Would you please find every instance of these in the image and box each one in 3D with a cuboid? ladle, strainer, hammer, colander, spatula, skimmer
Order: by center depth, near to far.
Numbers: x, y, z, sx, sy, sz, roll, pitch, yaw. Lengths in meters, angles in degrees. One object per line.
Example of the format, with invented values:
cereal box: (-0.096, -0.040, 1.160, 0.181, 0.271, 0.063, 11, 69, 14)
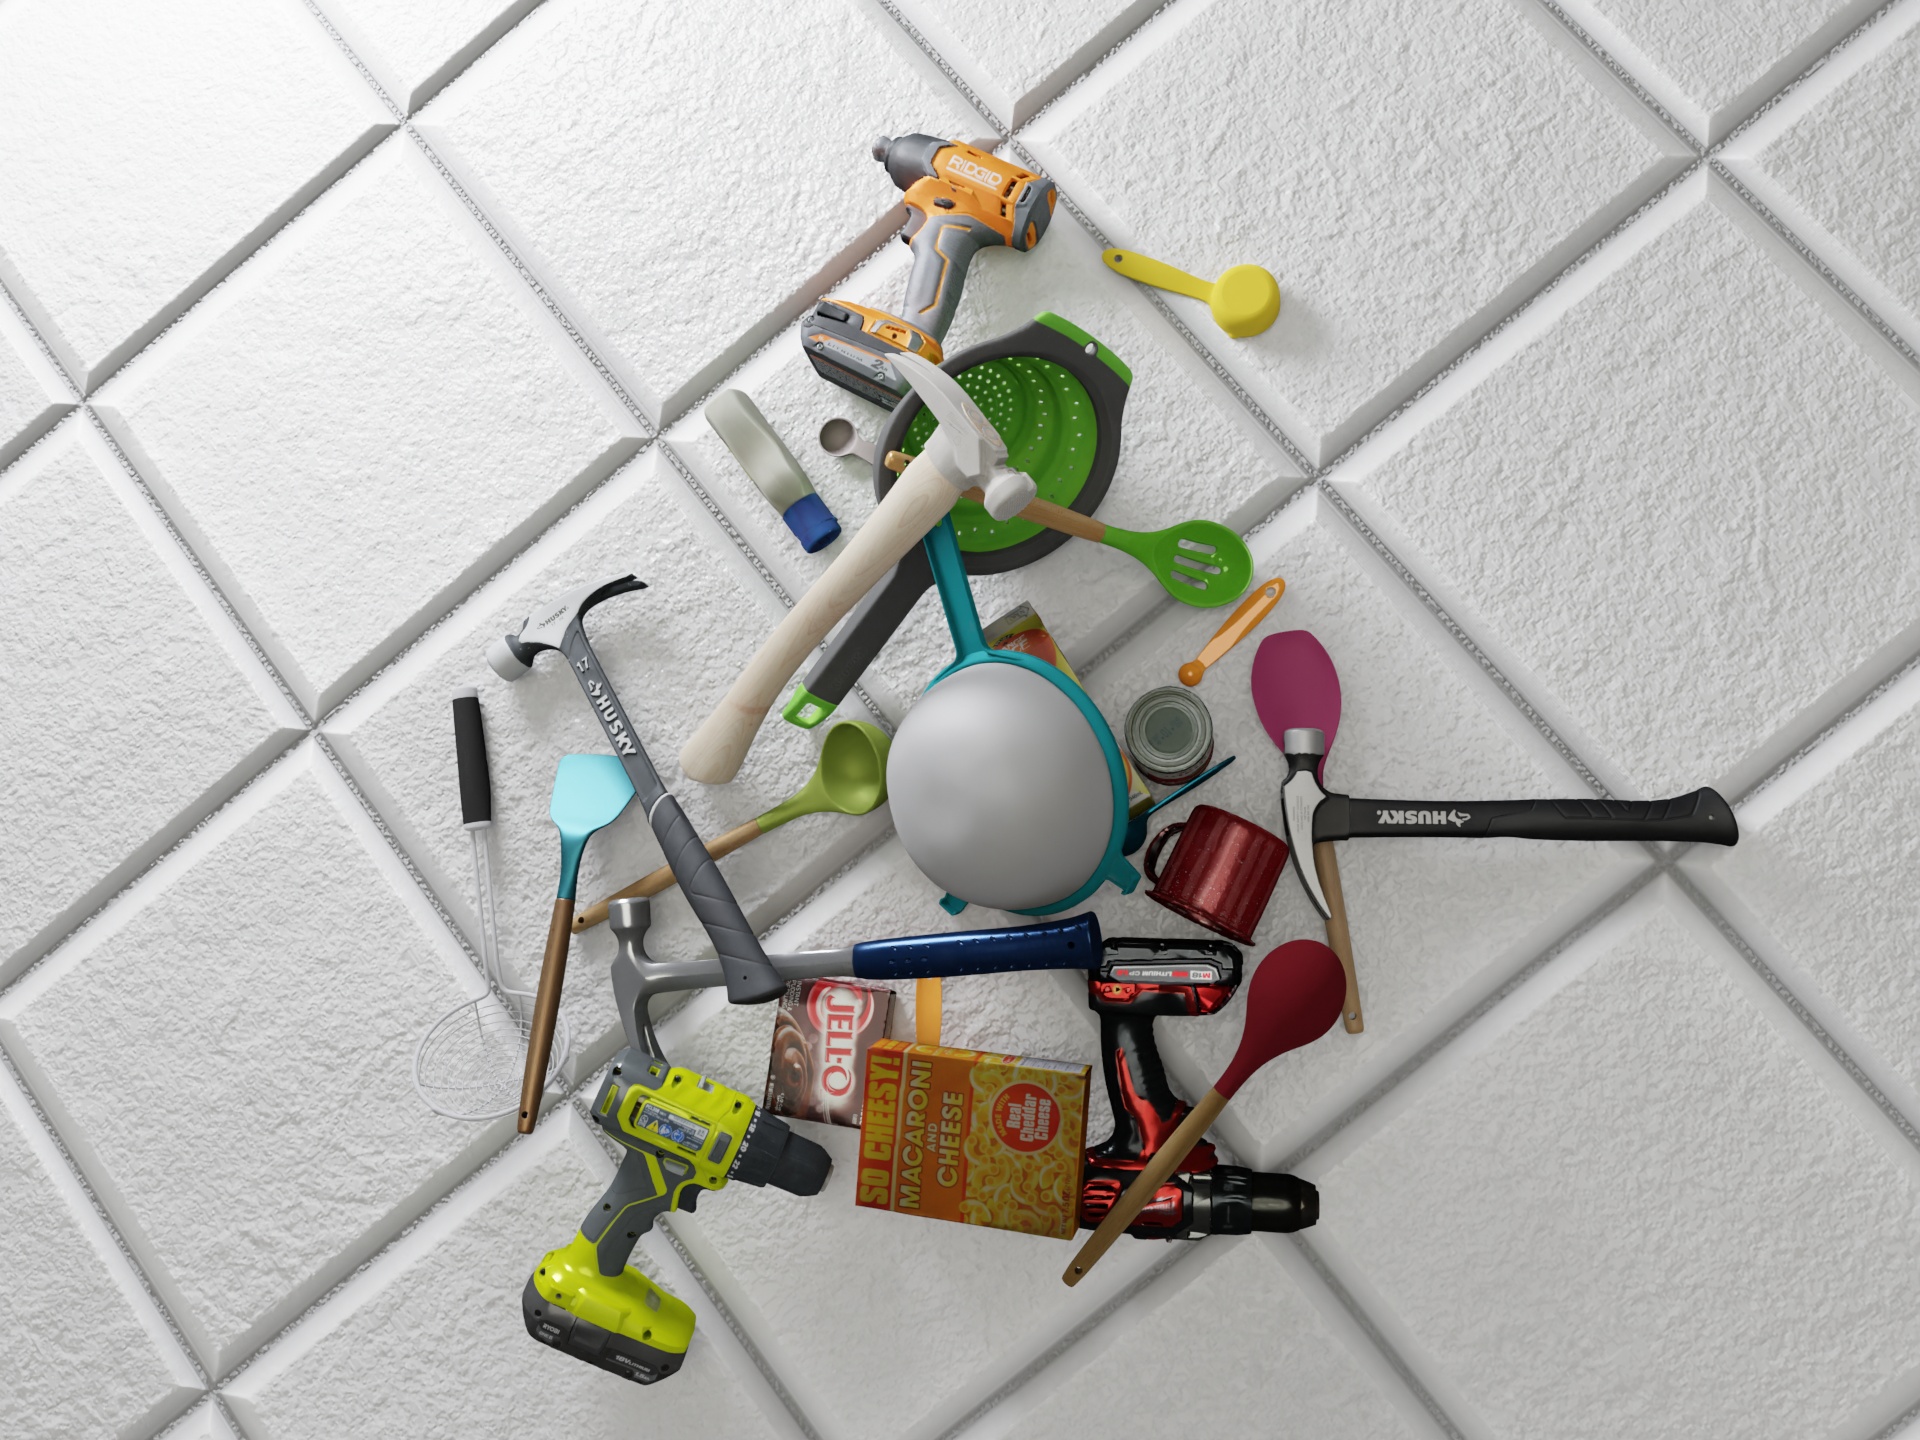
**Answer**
ladle: (0.174, 0.292, 1.166, 0.069, 0.031, 0.315, 38, 95, 4)
strainer: (-0.002, -0.004, 1.197, 0.211, 0.095, 0.340, -13, 95, 41)
hammer: (0.414, 0.081, 1.209, 0.335, 0.035, 0.146, 0, 81, 5)
hammer: (-0.111, -0.093, 1.223, 0.146, 0.038, 0.410, 53, 124, 13)
hammer: (-0.089, 0.193, 1.231, 0.405, 0.035, 0.144, -8, 84, 19)
hammer: (-0.244, 0.054, 1.281, 0.149, 0.036, 0.409, -36, 66, 6)
spatula: (-0.319, 0.174, 1.291, 0.082, 0.044, 0.318, 4, 72, 7)
colander: (-0.031, -0.164, 1.293, 0.397, 0.204, 0.095, -51, 39, 16)
ladle: (-0.192, 0.097, 1.307, 0.320, 0.062, 0.078, -28, 72, 7)
skimmer: (-0.400, 0.144, 1.315, 0.127, 0.090, 0.363, -8, 81, -4)

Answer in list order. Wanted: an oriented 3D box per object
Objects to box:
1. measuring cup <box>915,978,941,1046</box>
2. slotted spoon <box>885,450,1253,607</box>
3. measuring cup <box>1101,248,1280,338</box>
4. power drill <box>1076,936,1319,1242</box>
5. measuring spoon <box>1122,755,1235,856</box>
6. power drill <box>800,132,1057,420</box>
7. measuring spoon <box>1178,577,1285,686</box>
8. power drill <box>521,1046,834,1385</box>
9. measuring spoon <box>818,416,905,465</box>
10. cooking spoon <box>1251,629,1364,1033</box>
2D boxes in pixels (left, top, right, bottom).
measuring cup: (-0.021, 0.275, 1.258, 0.095, 0.052, 0.174, -1, 81, 9)
slotted spoon: (0.087, -0.156, 1.239, 0.313, 0.031, 0.070, 16, 89, -19)
measuring cup: (0.189, -0.364, 1.314, 0.156, 0.029, 0.062, 22, 87, 10)
power drill: (0.178, 0.283, 1.213, 0.188, 0.080, 0.227, 1, 86, 9)
measuring spoon: (0.168, 0.071, 1.257, 0.128, 0.042, 0.021, -34, 78, 2)
power drill: (-0.042, -0.382, 1.331, 0.164, 0.084, 0.226, 28, 84, 12)
measuring spoon: (0.219, -0.072, 1.282, 0.117, 0.011, 0.021, -46, 79, 1)
power drill: (-0.223, 0.390, 1.241, 0.190, 0.080, 0.228, 25, 95, -4)
measuring spoon: (-0.063, -0.219, 1.348, 0.124, 0.018, 0.034, 27, 88, 5)
cooking spoon: (0.282, 0.085, 1.249, 0.069, 0.017, 0.319, -9, 81, 6)
